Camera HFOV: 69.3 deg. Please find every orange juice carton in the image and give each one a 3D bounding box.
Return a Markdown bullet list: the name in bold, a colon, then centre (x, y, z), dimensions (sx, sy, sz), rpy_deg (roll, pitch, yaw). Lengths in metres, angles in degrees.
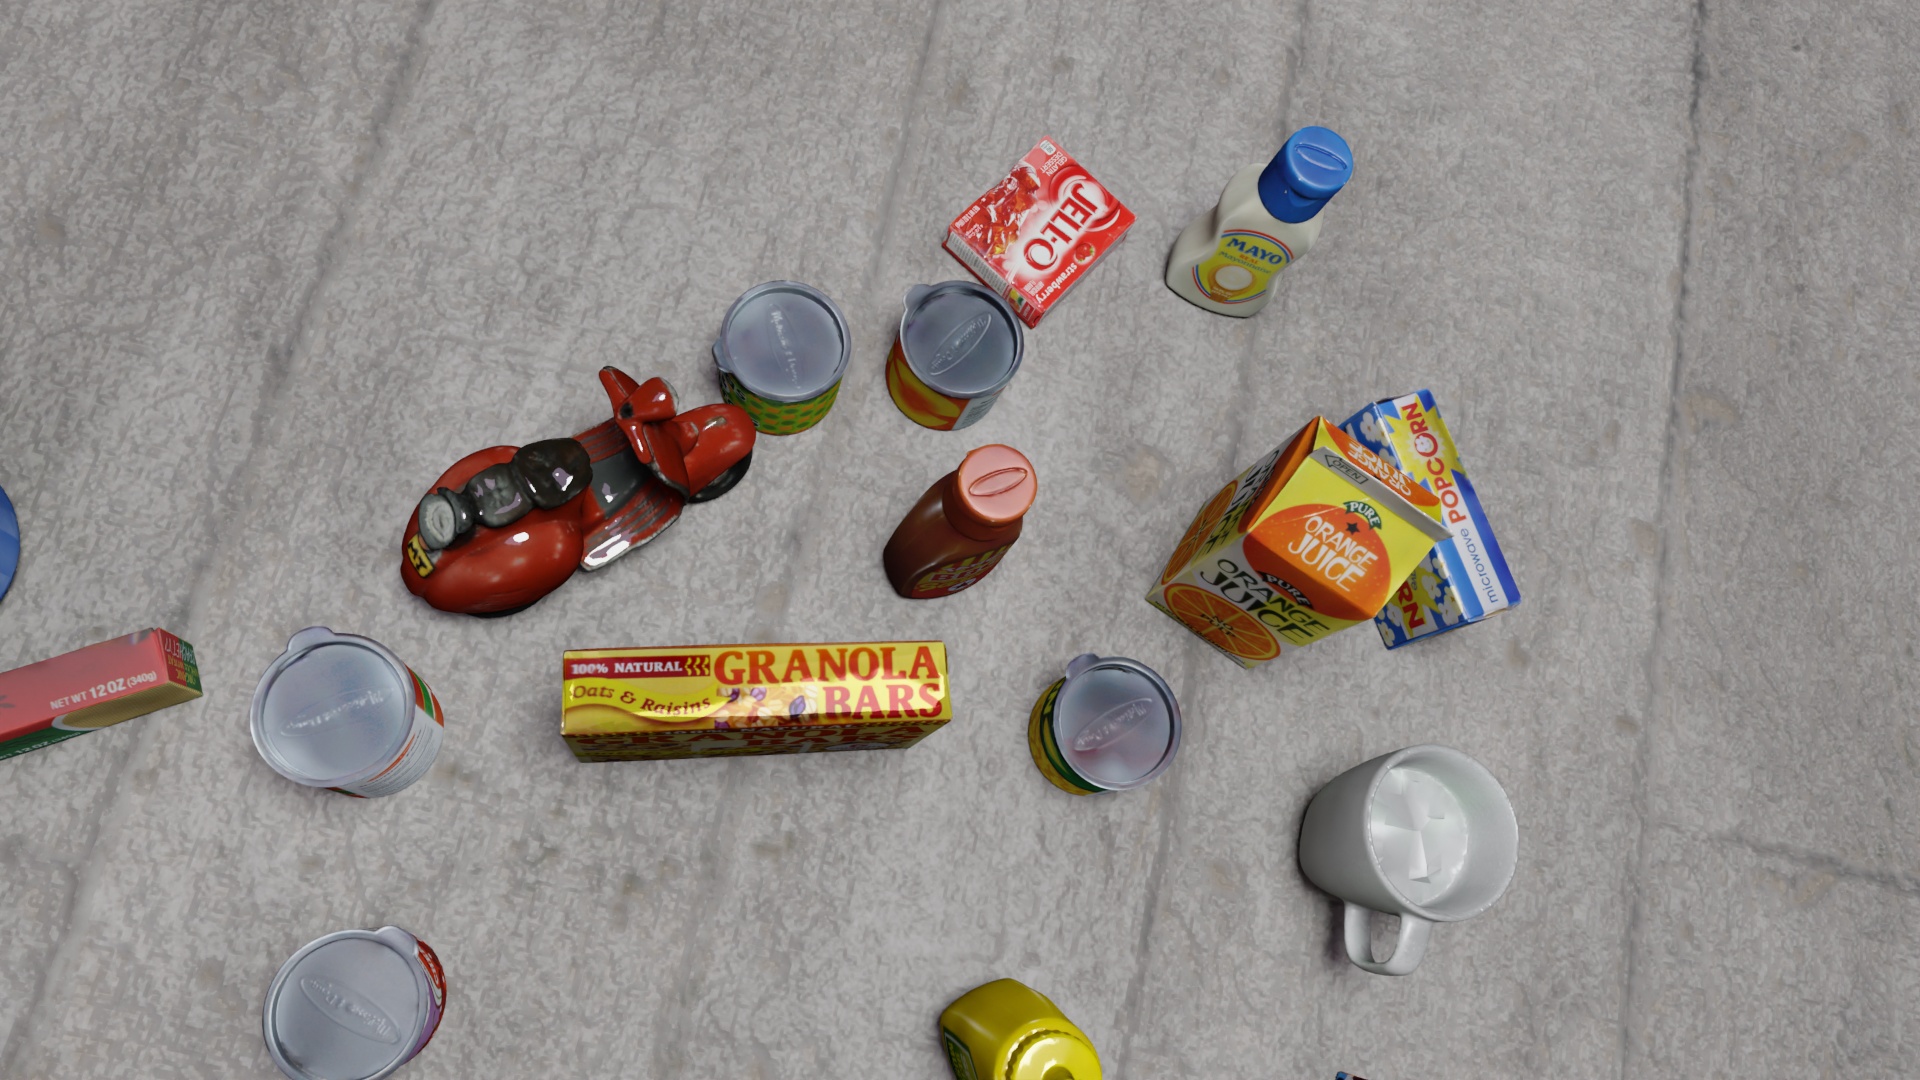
- **orange juice carton**: centre (0.167, 0.001, 0.687), dimensions (0.072, 0.192, 0.073), rpy_deg (35, 72, -1)

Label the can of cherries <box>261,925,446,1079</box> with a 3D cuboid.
- **can of cherries**: centre (-0.264, 0.204, 0.616), dimensions (0.071, 0.058, 0.071), rpy_deg (3, 75, -11)

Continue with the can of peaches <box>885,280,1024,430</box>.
- **can of peaches**: centre (-0.006, -0.100, 0.750), dimensions (0.071, 0.058, 0.071), rpy_deg (3, 75, -11)

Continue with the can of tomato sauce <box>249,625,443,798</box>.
- **can of tomato sauce**: centre (-0.277, 0.080, 0.633), dimensions (0.071, 0.083, 0.071), rpy_deg (3, 75, -11)

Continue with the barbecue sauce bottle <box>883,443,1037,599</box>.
- **barbecue sauce bottle**: centre (0.002, -0.009, 0.679), dimensions (0.065, 0.148, 0.044), rpy_deg (-19, 80, -15)

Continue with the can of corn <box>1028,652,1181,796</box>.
- **can of corn**: centre (0.071, 0.095, 0.713), dimensions (0.071, 0.058, 0.071), rpy_deg (3, 75, -11)

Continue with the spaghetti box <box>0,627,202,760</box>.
- **spaghetti box**: centre (-0.473, 0.093, 0.608), dimensions (0.251, 0.050, 0.029), rpy_deg (-18, 80, -15)

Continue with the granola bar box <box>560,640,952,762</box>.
- **granola bar box**: centre (-0.097, 0.076, 0.649), dimensions (0.166, 0.124, 0.039), rpy_deg (-1, 76, -12)

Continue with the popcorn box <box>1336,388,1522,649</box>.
- **popcorn box**: centre (0.245, -0.010, 0.762), dimensions (0.038, 0.085, 0.127), rpy_deg (-17, 79, -15)

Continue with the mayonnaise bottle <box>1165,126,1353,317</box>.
- **mayonnaise bottle**: centre (0.164, -0.172, 0.756), dimensions (0.065, 0.147, 0.041), rpy_deg (20, 73, -6)

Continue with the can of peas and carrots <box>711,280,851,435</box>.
- **can of peas and carrots**: centre (-0.096, -0.094, 0.730), dimensions (0.071, 0.058, 0.071), rpy_deg (3, 75, -11)

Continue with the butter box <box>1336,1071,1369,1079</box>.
- **butter box**: centre (0.189, 0.317, 0.680), dimensions (0.024, 0.053, 0.104), rpy_deg (27, 72, -3)

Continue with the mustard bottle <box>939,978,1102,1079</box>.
- **mustard bottle**: centre (0.029, 0.232, 0.614), dimensions (0.049, 0.159, 0.065), rpy_deg (-23, 81, -16)
